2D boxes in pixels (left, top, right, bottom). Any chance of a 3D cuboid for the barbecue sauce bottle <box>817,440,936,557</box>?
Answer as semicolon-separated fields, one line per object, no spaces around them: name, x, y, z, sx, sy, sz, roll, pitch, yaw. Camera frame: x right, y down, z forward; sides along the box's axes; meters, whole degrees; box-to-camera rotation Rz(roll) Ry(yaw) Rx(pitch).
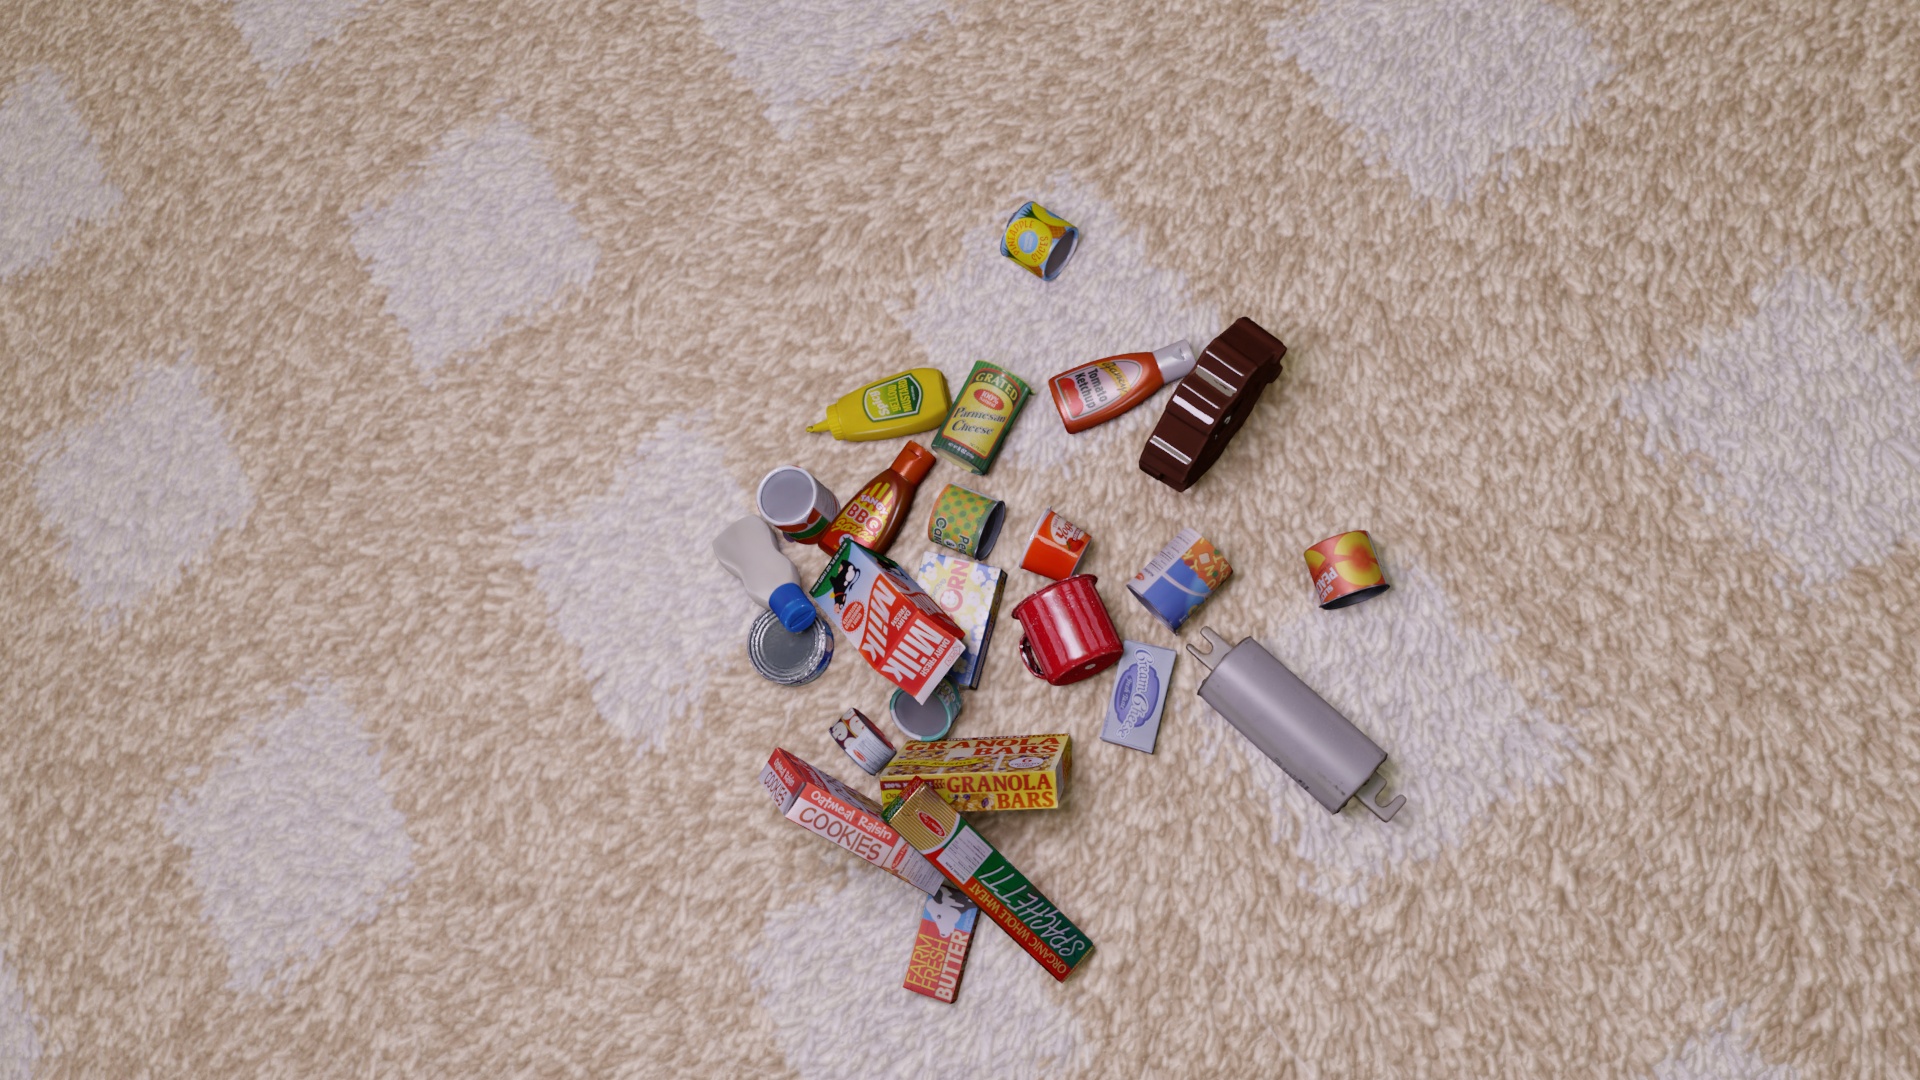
barbecue sauce bottle;-0.082;-0.036;1.452;0.065;0.043;0.148;35;85;20

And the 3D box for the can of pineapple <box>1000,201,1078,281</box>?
can of pineapple;0.083;-0.317;1.474;0.058;0.071;0.071;35;86;17

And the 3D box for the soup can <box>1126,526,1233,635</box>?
soup can;0.217;0.040;1.360;0.084;0.071;0.071;-45;72;-2

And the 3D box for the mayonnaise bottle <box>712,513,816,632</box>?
mayonnaise bottle;-0.199;0.036;1.435;0.065;0.041;0.148;-36;52;-8

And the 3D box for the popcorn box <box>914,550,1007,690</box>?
popcorn box;-0.011;0.081;1.410;0.085;0.038;0.127;13;79;16

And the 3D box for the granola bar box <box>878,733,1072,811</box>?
granola bar box;0.018;0.221;1.323;0.165;0.124;0.039;-4;97;11

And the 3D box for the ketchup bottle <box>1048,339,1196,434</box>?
ketchup bottle;0.169;-0.164;1.431;0.149;0.043;0.065;-21;73;6

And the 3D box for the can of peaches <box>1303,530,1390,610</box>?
can of peaches;0.367;0.029;1.329;0.071;0.071;0.058;-18;73;7

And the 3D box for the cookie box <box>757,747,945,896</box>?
cookie box;-0.100;0.261;1.301;0.167;0.123;0.040;33;85;-20

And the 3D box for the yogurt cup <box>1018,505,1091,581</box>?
yogurt cup;0.097;0.009;1.394;0.054;0.072;0.072;27;83;9

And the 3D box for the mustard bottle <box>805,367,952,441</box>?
mustard bottle;-0.090;-0.136;1.475;0.160;0.048;0.065;-15;72;8

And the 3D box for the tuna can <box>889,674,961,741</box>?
tuna can;-0.033;0.162;1.375;0.071;0.033;0.070;8;115;17

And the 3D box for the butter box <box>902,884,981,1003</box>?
butter box;-0.017;0.388;1.343;0.053;0.024;0.103;13;79;15

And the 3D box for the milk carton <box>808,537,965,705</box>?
milk carton;-0.063;0.080;1.350;0.072;0.073;0.191;-54;43;8

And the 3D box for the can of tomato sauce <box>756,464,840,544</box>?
can of tomato sauce;-0.170;-0.036;1.450;0.071;0.083;0.071;-3;76;11

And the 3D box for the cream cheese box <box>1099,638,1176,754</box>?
cream cheese box;0.175;0.152;1.361;0.053;0.024;0.104;13;79;14

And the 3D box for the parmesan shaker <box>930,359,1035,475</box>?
parmesan shaker;0.024;-0.125;1.441;0.071;0.071;0.103;26;83;17

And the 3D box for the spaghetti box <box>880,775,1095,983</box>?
spaghetti box;0.028;0.313;1.273;0.050;0.029;0.249;-47;111;-10

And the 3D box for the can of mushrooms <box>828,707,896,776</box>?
can of mushrooms;-0.098;0.199;1.387;0.033;0.071;0.071;-45;72;-1

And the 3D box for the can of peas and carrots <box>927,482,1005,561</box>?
can of peas and carrots;0.005;-0.018;1.416;0.059;0.071;0.071;21;82;17
